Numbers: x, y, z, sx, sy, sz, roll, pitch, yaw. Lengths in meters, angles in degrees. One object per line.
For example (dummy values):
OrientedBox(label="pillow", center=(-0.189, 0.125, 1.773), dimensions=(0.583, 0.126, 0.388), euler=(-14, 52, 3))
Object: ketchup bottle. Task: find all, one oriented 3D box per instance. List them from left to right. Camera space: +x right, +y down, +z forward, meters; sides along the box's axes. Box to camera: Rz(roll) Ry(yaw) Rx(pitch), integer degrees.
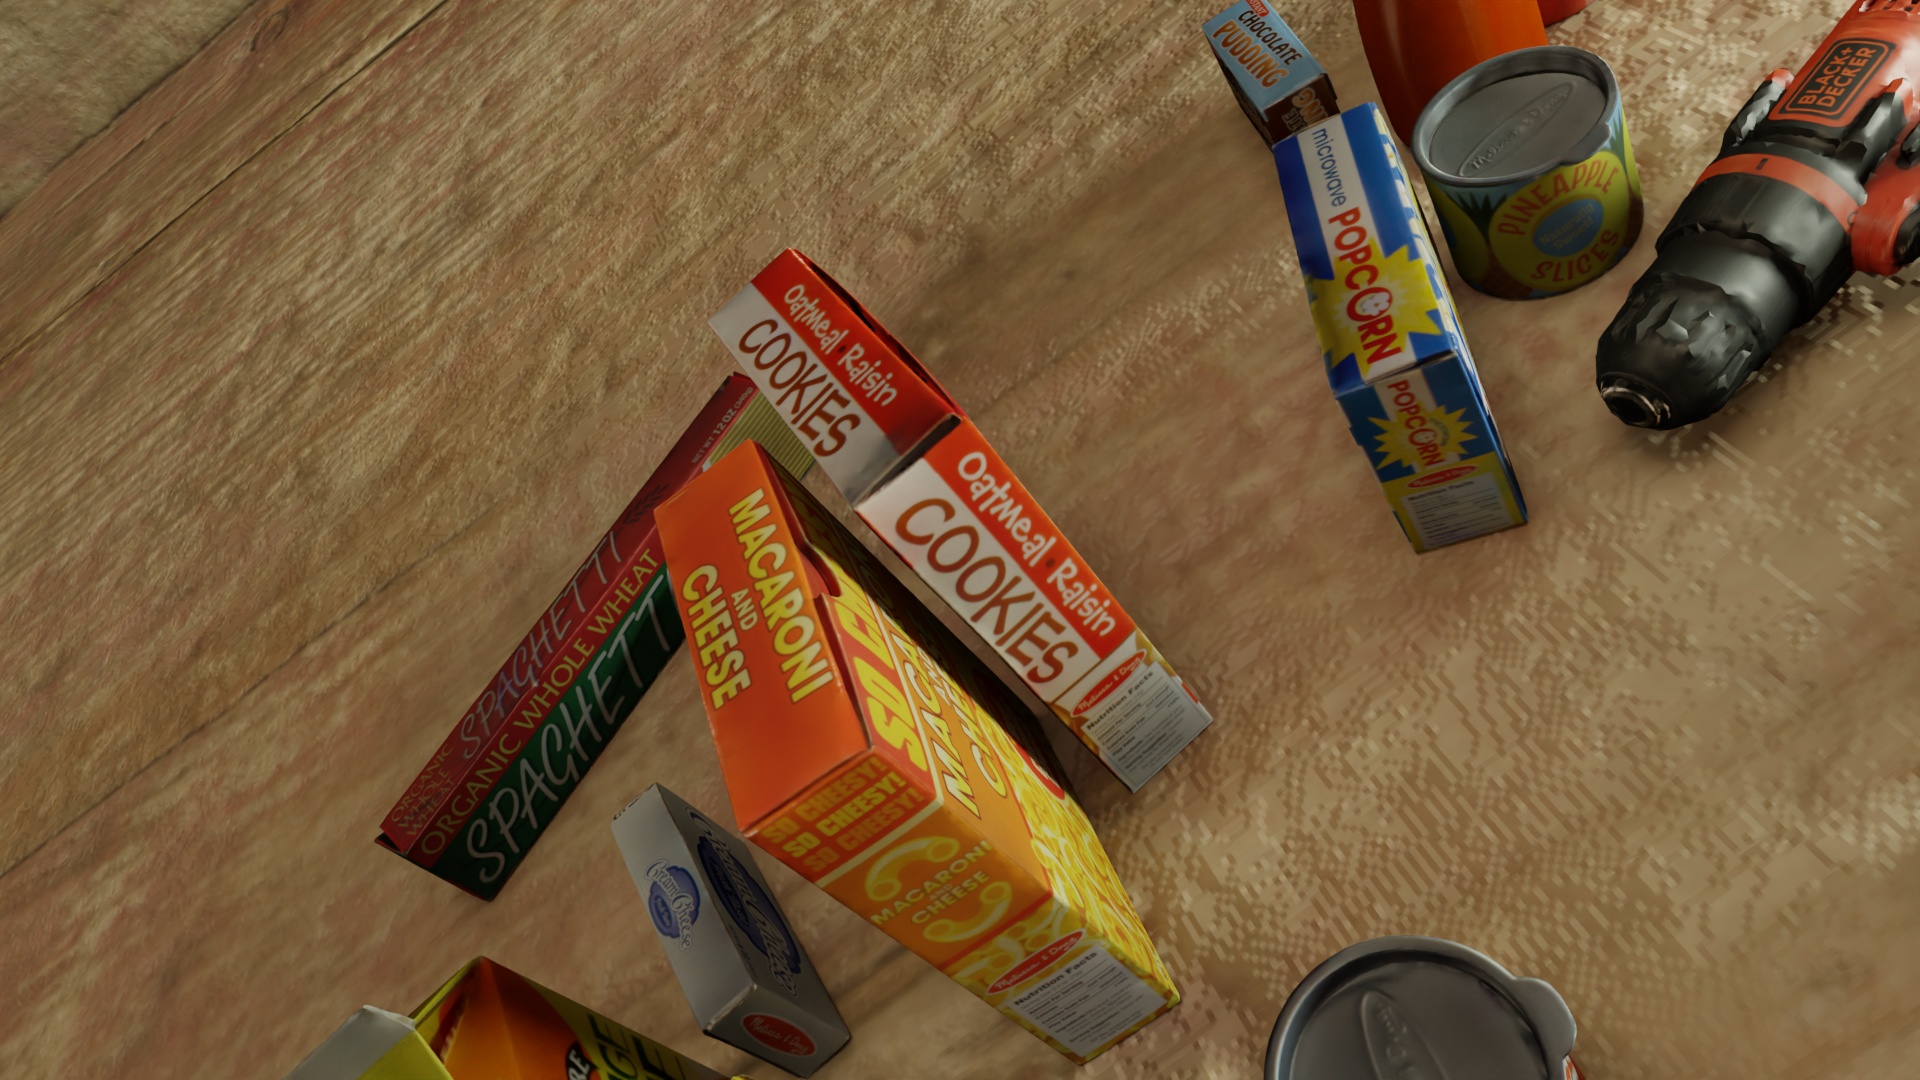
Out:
OrientedBox(label="ketchup bottle", center=(0.170, -0.214, 0.507), dimensions=(0.065, 0.148, 0.044), euler=(-41, 42, 1))

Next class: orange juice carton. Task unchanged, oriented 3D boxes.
OrientedBox(label="orange juice carton", center=(-0.102, 0.172, 0.350), dimensions=(0.072, 0.192, 0.073), euler=(-42, 42, -1))

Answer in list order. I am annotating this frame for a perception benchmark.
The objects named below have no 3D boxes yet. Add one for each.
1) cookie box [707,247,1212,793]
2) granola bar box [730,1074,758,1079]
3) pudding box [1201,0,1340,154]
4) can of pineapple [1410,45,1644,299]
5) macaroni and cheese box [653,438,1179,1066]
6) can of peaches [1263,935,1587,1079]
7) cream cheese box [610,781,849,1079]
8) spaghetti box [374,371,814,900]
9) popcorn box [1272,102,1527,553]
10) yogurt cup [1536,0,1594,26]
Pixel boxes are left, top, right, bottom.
OrientedBox(label="cookie box", center=(0.002, -0.006, 0.442), dimensions=(0.040, 0.167, 0.123), euler=(-42, 42, 0))
OrientedBox(label="granola bar box", center=(-0.043, 0.223, 0.316), dimensions=(0.039, 0.124, 0.166), euler=(7, 60, 40))
OrientedBox(label="pudding box", center=(0.135, -0.190, 0.587), dimensions=(0.030, 0.049, 0.084), euler=(-29, 43, 14))
OrientedBox(label="can of pineapple", center=(0.197, -0.125, 0.480), dimensions=(0.071, 0.057, 0.071), euler=(-20, 46, 22))
OrientedBox(label="macaroni and cheese box", center=(-0.011, 0.062, 0.395), dimensions=(0.040, 0.166, 0.124), euler=(-36, 42, 7))
OrientedBox(label="can of peaches", center=(0.115, 0.133, 0.324), dimensions=(0.071, 0.058, 0.071), euler=(-20, 46, 22))
OrientedBox(label="cream cheese box", center=(-0.080, 0.131, 0.473), dimensions=(0.024, 0.053, 0.104), euler=(-43, 42, -1))
OrientedBox(label="spaghetti box", center=(-0.151, 0.038, 0.605), dimensions=(0.029, 0.050, 0.251), euler=(19, 68, 44))
OrientedBox(label="popcorn box", center=(0.142, -0.071, 0.455), dimensions=(0.038, 0.085, 0.127), euler=(-20, 46, 22))
OrientedBox(label="yogurt cup", center=(0.230, -0.245, 0.559), dimensions=(0.072, 0.053, 0.073), euler=(-20, 46, 22))
